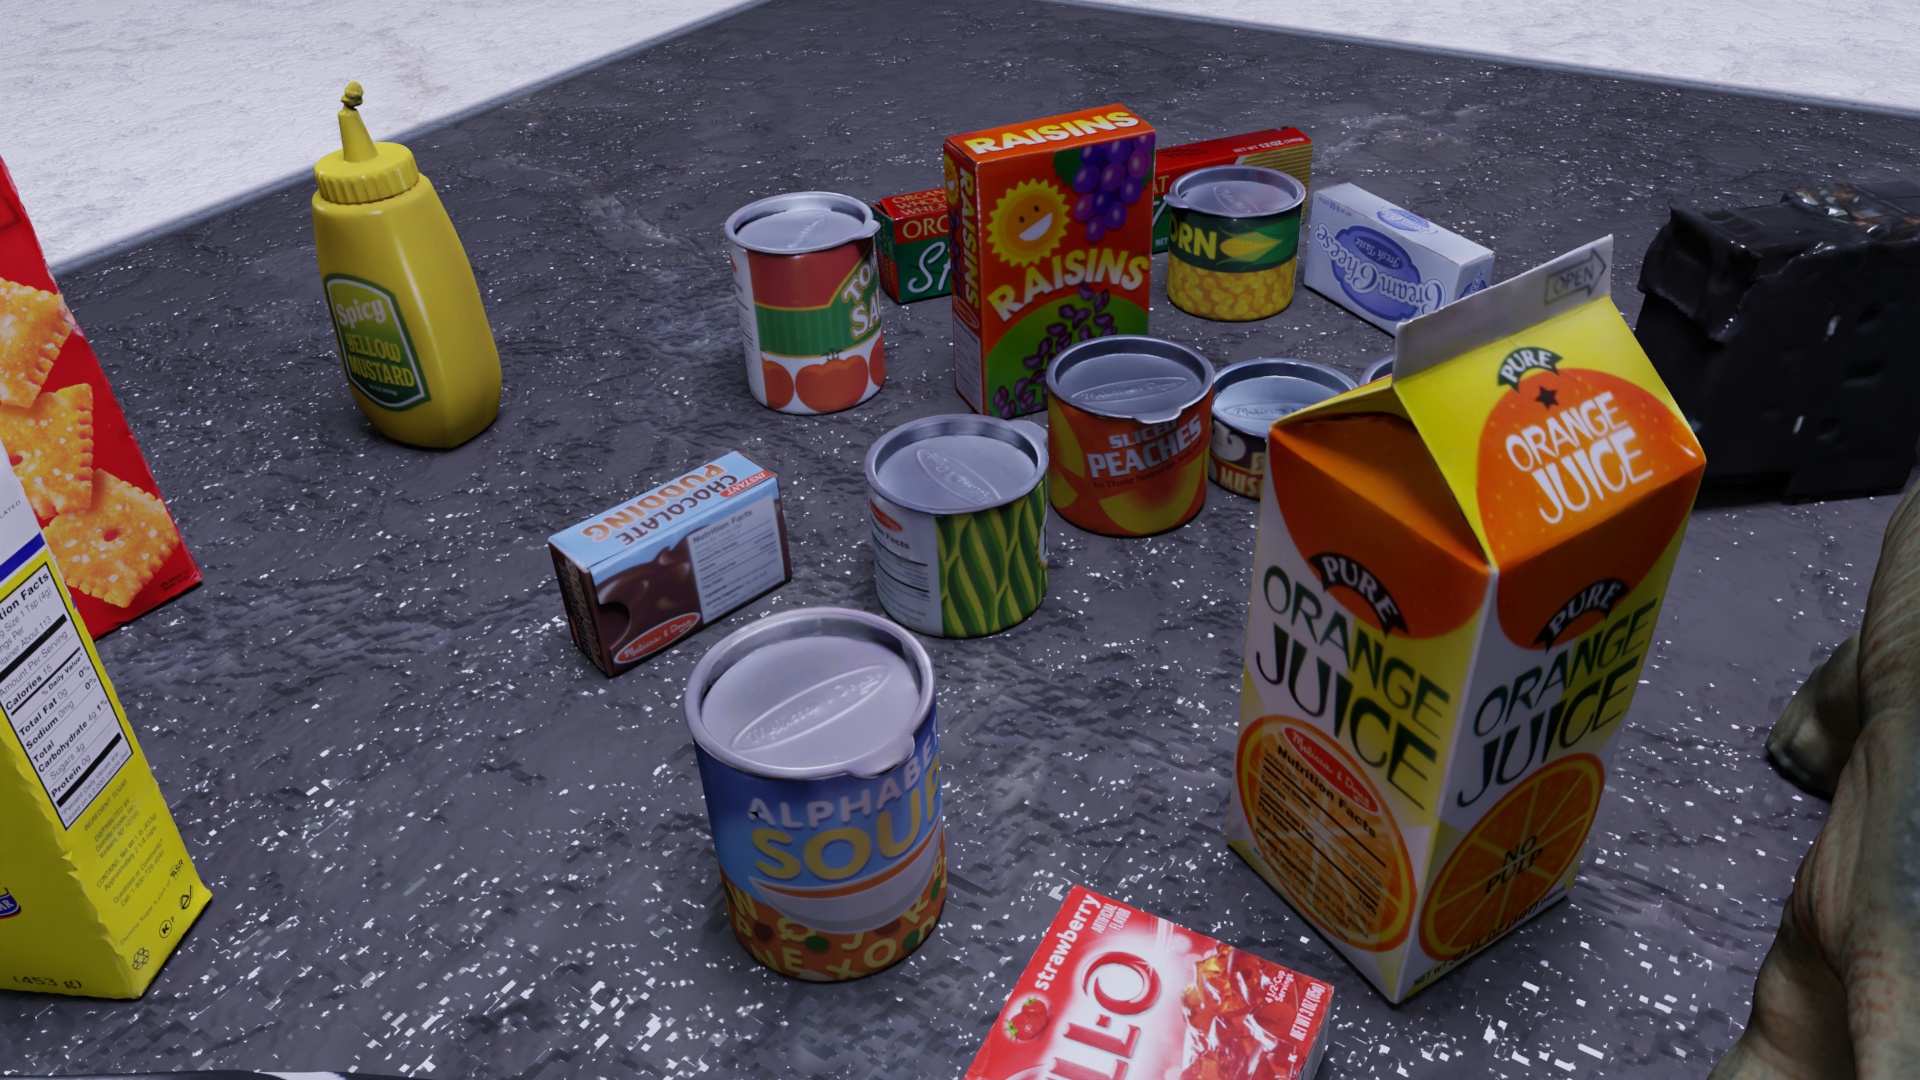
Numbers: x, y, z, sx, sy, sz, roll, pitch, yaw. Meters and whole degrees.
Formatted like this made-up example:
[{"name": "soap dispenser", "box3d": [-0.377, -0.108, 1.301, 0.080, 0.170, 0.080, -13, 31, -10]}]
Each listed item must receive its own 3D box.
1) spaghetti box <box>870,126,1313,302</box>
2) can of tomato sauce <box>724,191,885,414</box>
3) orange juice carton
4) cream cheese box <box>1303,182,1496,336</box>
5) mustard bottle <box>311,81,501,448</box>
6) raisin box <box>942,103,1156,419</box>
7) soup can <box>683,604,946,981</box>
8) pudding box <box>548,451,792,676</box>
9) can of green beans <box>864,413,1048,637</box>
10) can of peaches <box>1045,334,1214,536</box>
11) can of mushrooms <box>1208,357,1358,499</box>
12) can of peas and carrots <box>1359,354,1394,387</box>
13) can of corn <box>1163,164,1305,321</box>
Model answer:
[{"name": "spaghetti box", "box3d": [0.075, -0.179, 0.756, 0.251, 0.050, 0.029, -14, 37, -15]}, {"name": "can of tomato sauce", "box3d": [-0.068, -0.109, 0.642, 0.071, 0.082, 0.071, -2, 36, 2]}, {"name": "orange juice carton", "box3d": [0.123, 0.020, 0.355, 0.072, 0.191, 0.073, -22, 40, -24]}, {"name": "cream cheese box", "box3d": [0.212, -0.132, 0.679, 0.024, 0.053, 0.104, -19, 39, -21]}, {"name": "mustard bottle", "box3d": [-0.246, -0.118, 0.600, 0.065, 0.159, 0.049, 12, 38, 20]}, {"name": "raisin box", "box3d": [0.040, -0.122, 0.618, 0.086, 0.122, 0.040, -15, 37, -16]}, {"name": "soup can", "box3d": [-0.036, 0.073, 0.387, 0.071, 0.083, 0.072, -2, 36, 2]}, {"name": "pudding box", "box3d": [-0.105, 0.007, 0.512, 0.084, 0.049, 0.030, -30, 44, -33]}, {"name": "can of green beans", "box3d": [0.000, -0.006, 0.515, 0.071, 0.057, 0.071, -2, 36, 1]}, {"name": "can of peaches", "box3d": [0.068, -0.041, 0.559, 0.071, 0.057, 0.071, -2, 36, 1]}, {"name": "can of mushrooms", "box3d": [0.133, -0.046, 0.582, 0.071, 0.033, 0.071, -2, 36, 1]}, {"name": "can of peas and carrots", "box3d": [0.188, -0.033, 0.539, 0.071, 0.058, 0.071, -2, 36, 1]}, {"name": "can of corn", "box3d": [0.136, -0.151, 0.706, 0.071, 0.058, 0.071, -2, 36, 1]}]
